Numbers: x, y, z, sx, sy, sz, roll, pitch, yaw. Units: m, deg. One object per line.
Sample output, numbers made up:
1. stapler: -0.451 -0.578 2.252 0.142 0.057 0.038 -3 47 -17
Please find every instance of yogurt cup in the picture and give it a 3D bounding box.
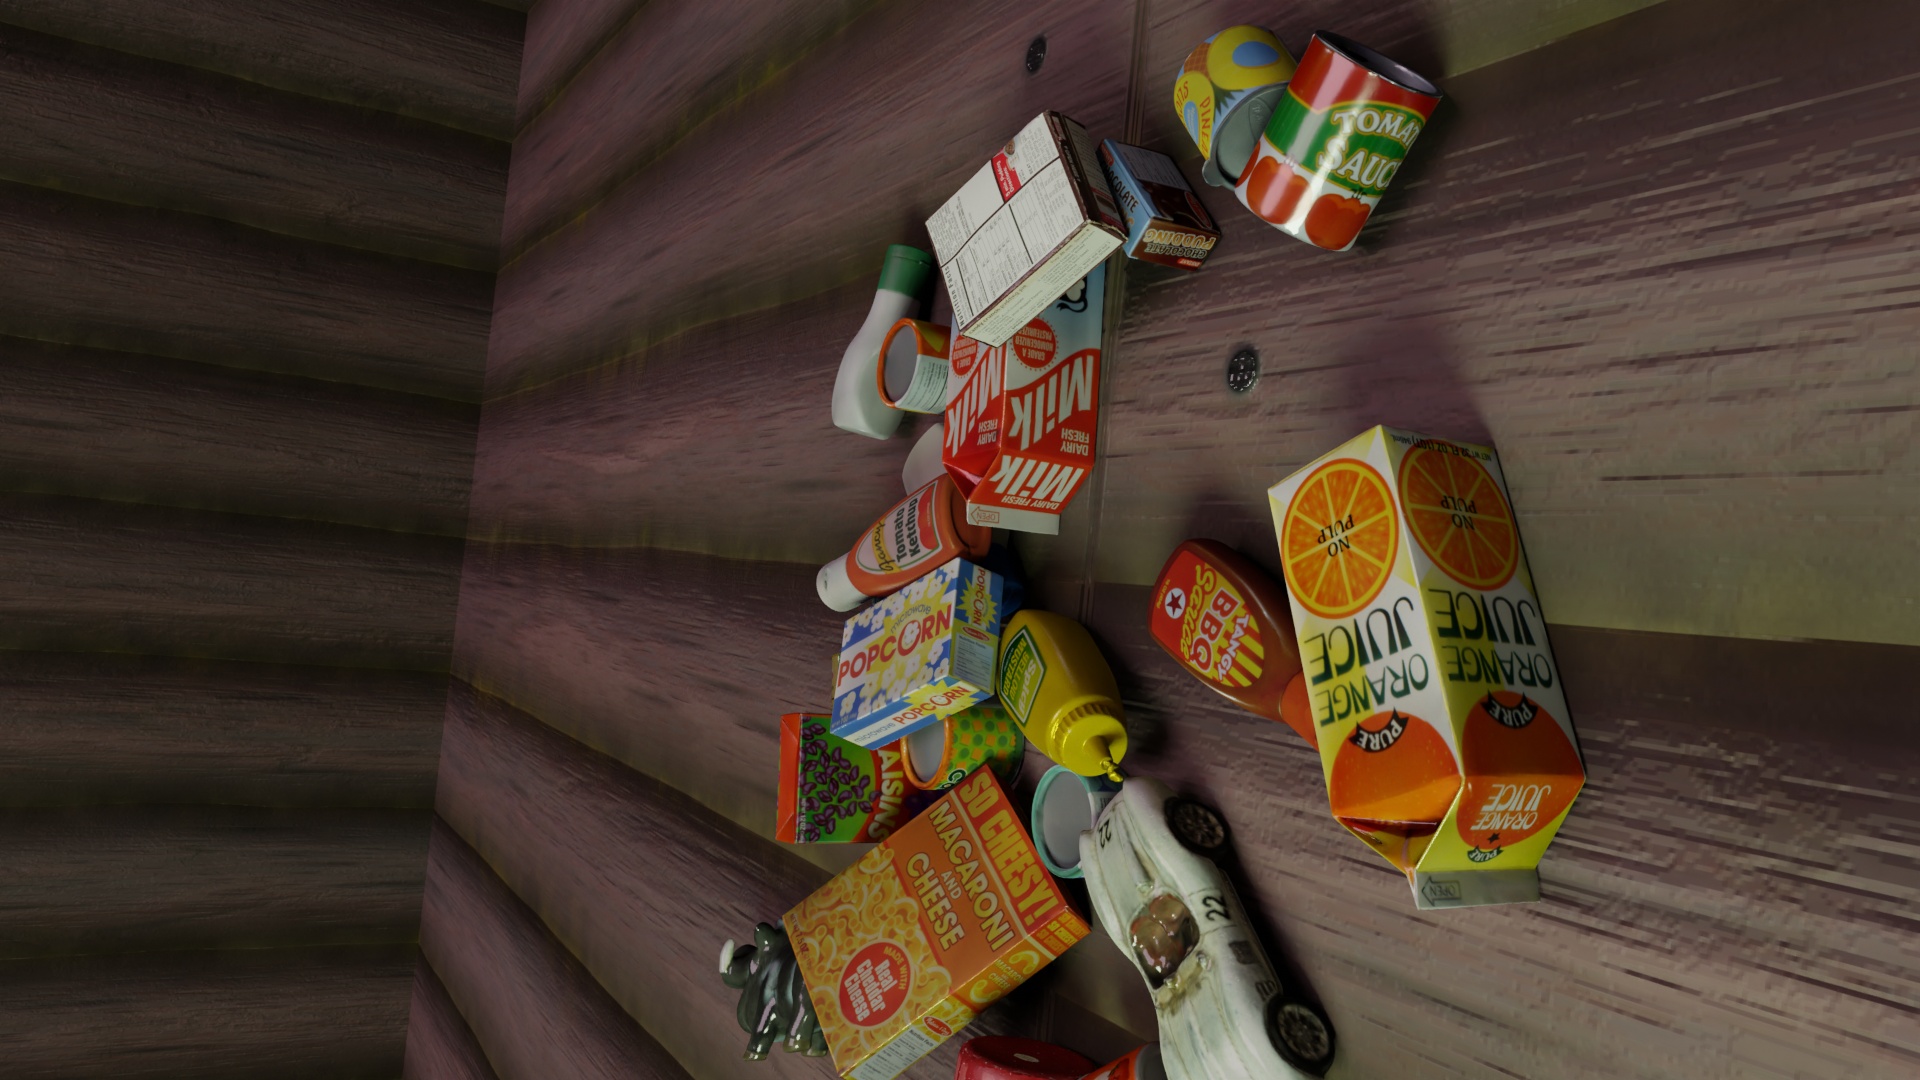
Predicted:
1. yogurt cup: 0.095 0.293 0.709 0.053 0.072 0.073 -51 42 31

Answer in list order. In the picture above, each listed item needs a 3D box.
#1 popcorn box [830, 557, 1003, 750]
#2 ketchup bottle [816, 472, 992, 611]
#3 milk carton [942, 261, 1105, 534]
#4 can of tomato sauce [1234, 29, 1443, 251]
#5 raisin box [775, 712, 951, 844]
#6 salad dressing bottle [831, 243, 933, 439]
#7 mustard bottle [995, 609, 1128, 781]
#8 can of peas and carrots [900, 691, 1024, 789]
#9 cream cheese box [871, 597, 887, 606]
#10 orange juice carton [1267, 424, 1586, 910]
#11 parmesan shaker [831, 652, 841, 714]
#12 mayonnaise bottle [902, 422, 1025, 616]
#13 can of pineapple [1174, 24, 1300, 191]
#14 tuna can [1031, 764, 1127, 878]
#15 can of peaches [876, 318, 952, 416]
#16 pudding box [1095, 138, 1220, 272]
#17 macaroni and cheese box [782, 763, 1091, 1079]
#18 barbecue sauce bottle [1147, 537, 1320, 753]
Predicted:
1. popcorn box: -0.029 0.074 0.887 0.126 0.038 0.085 -30 42 42
2. ketchup bottle: -0.041 0.009 0.933 0.148 0.043 0.065 -29 56 44
3. milk carton: 0.039 -0.101 0.882 0.073 0.072 0.190 -7 78 59
4. can of tomato sauce: 0.180 -0.190 0.665 0.082 0.071 0.071 -64 35 31
5. raisin box: -0.060 0.161 0.942 0.040 0.123 0.086 -17 69 59
6. salad dressing bottle: -0.057 -0.154 1.077 0.044 0.064 0.147 14 88 41
7. mustard bottle: 0.062 0.093 0.796 0.161 0.049 0.065 -125 50 -66
8. can of peas and carrots: 0.000 0.133 0.910 0.070 0.059 0.071 -20 66 58
9. cream cheese box: -0.034 0.049 0.993 0.024 0.053 0.104 -54 41 43
10. orange juice carton: 0.195 0.055 0.580 0.072 0.072 0.193 -38 52 52
11. parmesan shaker: -0.061 0.135 1.012 0.071 0.071 0.103 -18 69 58
12. mayonnaise bottle: 0.003 -0.012 0.956 0.064 0.041 0.149 -55 41 33
13. can of pineapple: 0.149 -0.224 0.723 0.070 0.071 0.058 -56 38 38
14. tuna can: 0.071 0.162 0.808 0.071 0.033 0.071 -19 67 57
15. can of peaches: -0.022 -0.125 1.006 0.071 0.058 0.071 -18 69 57
16. pudding box: 0.109 -0.195 0.805 0.030 0.050 0.084 -59 37 37
17. macaroni and cheese box: -0.018 0.235 0.852 0.166 0.040 0.124 -37 42 3
18. barbecue sauce bottle: 0.150 0.057 0.684 0.149 0.044 0.064 46 122 53
